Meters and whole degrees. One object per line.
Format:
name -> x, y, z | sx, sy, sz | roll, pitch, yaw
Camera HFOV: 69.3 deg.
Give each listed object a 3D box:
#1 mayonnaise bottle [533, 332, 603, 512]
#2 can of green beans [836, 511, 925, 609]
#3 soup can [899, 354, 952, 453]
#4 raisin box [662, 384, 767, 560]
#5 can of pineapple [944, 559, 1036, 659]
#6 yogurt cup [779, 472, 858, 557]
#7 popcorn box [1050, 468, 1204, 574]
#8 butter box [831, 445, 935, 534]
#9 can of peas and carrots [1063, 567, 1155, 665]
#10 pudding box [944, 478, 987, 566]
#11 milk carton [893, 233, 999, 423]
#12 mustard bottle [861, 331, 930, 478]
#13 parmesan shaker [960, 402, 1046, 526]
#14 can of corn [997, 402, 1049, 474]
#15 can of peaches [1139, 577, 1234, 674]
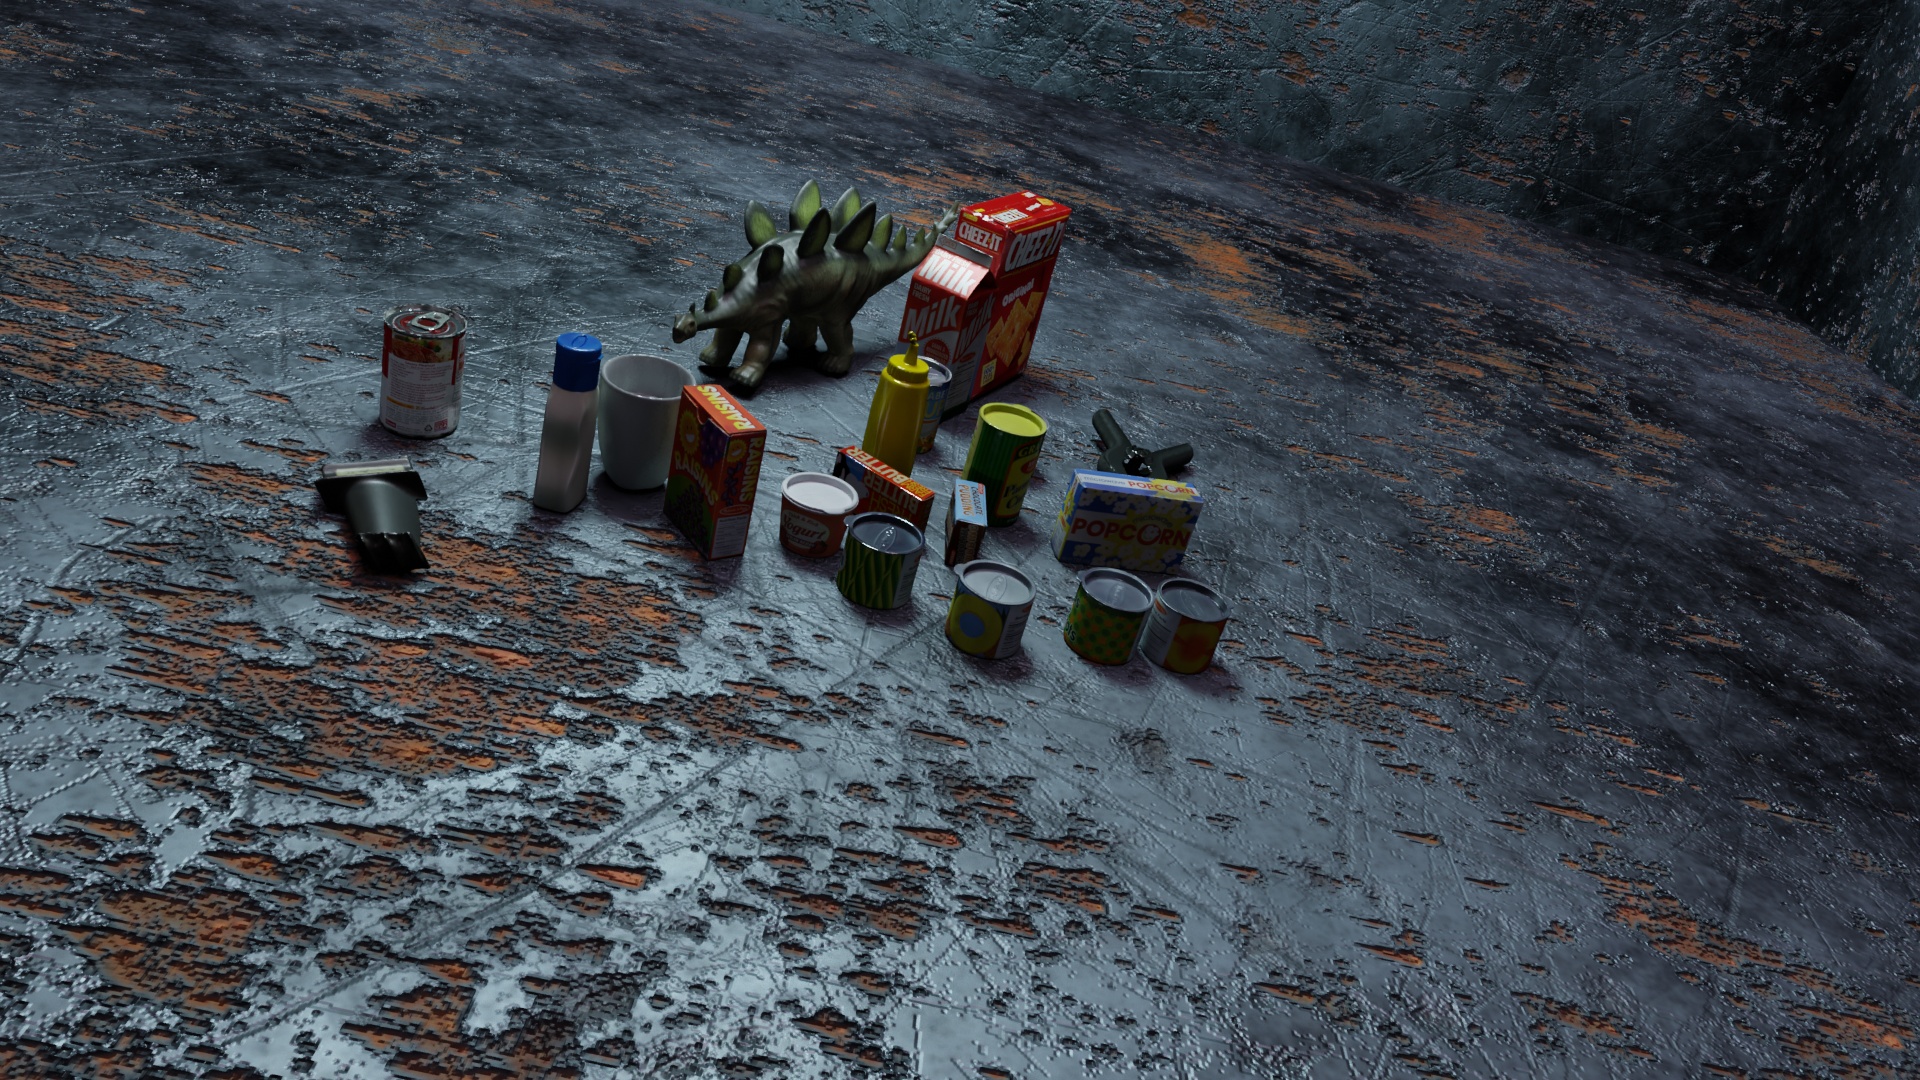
mayonnaise bottle -> -0.327, -0.100, 1.163 | 0.041, 0.147, 0.065 | 14, 29, -4
can of green beans -> -0.068, 0.017, 1.180 | 0.071, 0.057, 0.071 | 12, 29, -7
soup can -> -0.050, -0.140, 1.437 | 0.071, 0.083, 0.072 | 12, 29, -7
raisin box -> -0.210, -0.058, 1.174 | 0.040, 0.122, 0.086 | -9, 37, -38
can of pineapple -> 0.023, 0.056, 1.156 | 0.071, 0.057, 0.071 | 12, 29, -7
yogurt cup -> -0.128, -0.021, 1.221 | 0.072, 0.053, 0.073 | 12, 29, -7
popcorn box -> 0.158, -0.018, 1.325 | 0.127, 0.084, 0.038 | 7, 30, -17
butter box -> -0.074, -0.042, 1.285 | 0.103, 0.052, 0.024 | 30, 32, 24
can of peas and carrots -> 0.125, 0.064, 1.192 | 0.071, 0.058, 0.071 | 12, 29, -7
pudding box -> 0.005, -0.016, 1.283 | 0.030, 0.049, 0.084 | 12, 29, -7
milk carton -> -0.017, -0.230, 1.501 | 0.072, 0.189, 0.074 | 27, 30, 20
mustard bottle -> -0.059, -0.124, 1.326 | 0.049, 0.159, 0.065 | 6, 30, -18
parmesan shaker -> 0.039, -0.074, 1.345 | 0.071, 0.102, 0.071 | 12, 29, -7
can of corn -> 0.051, -0.104, 1.451 | 0.071, 0.058, 0.071 | 12, 29, -7
can of peaches -> 0.197, 0.075, 1.211 | 0.071, 0.057, 0.071 | 12, 29, -7
